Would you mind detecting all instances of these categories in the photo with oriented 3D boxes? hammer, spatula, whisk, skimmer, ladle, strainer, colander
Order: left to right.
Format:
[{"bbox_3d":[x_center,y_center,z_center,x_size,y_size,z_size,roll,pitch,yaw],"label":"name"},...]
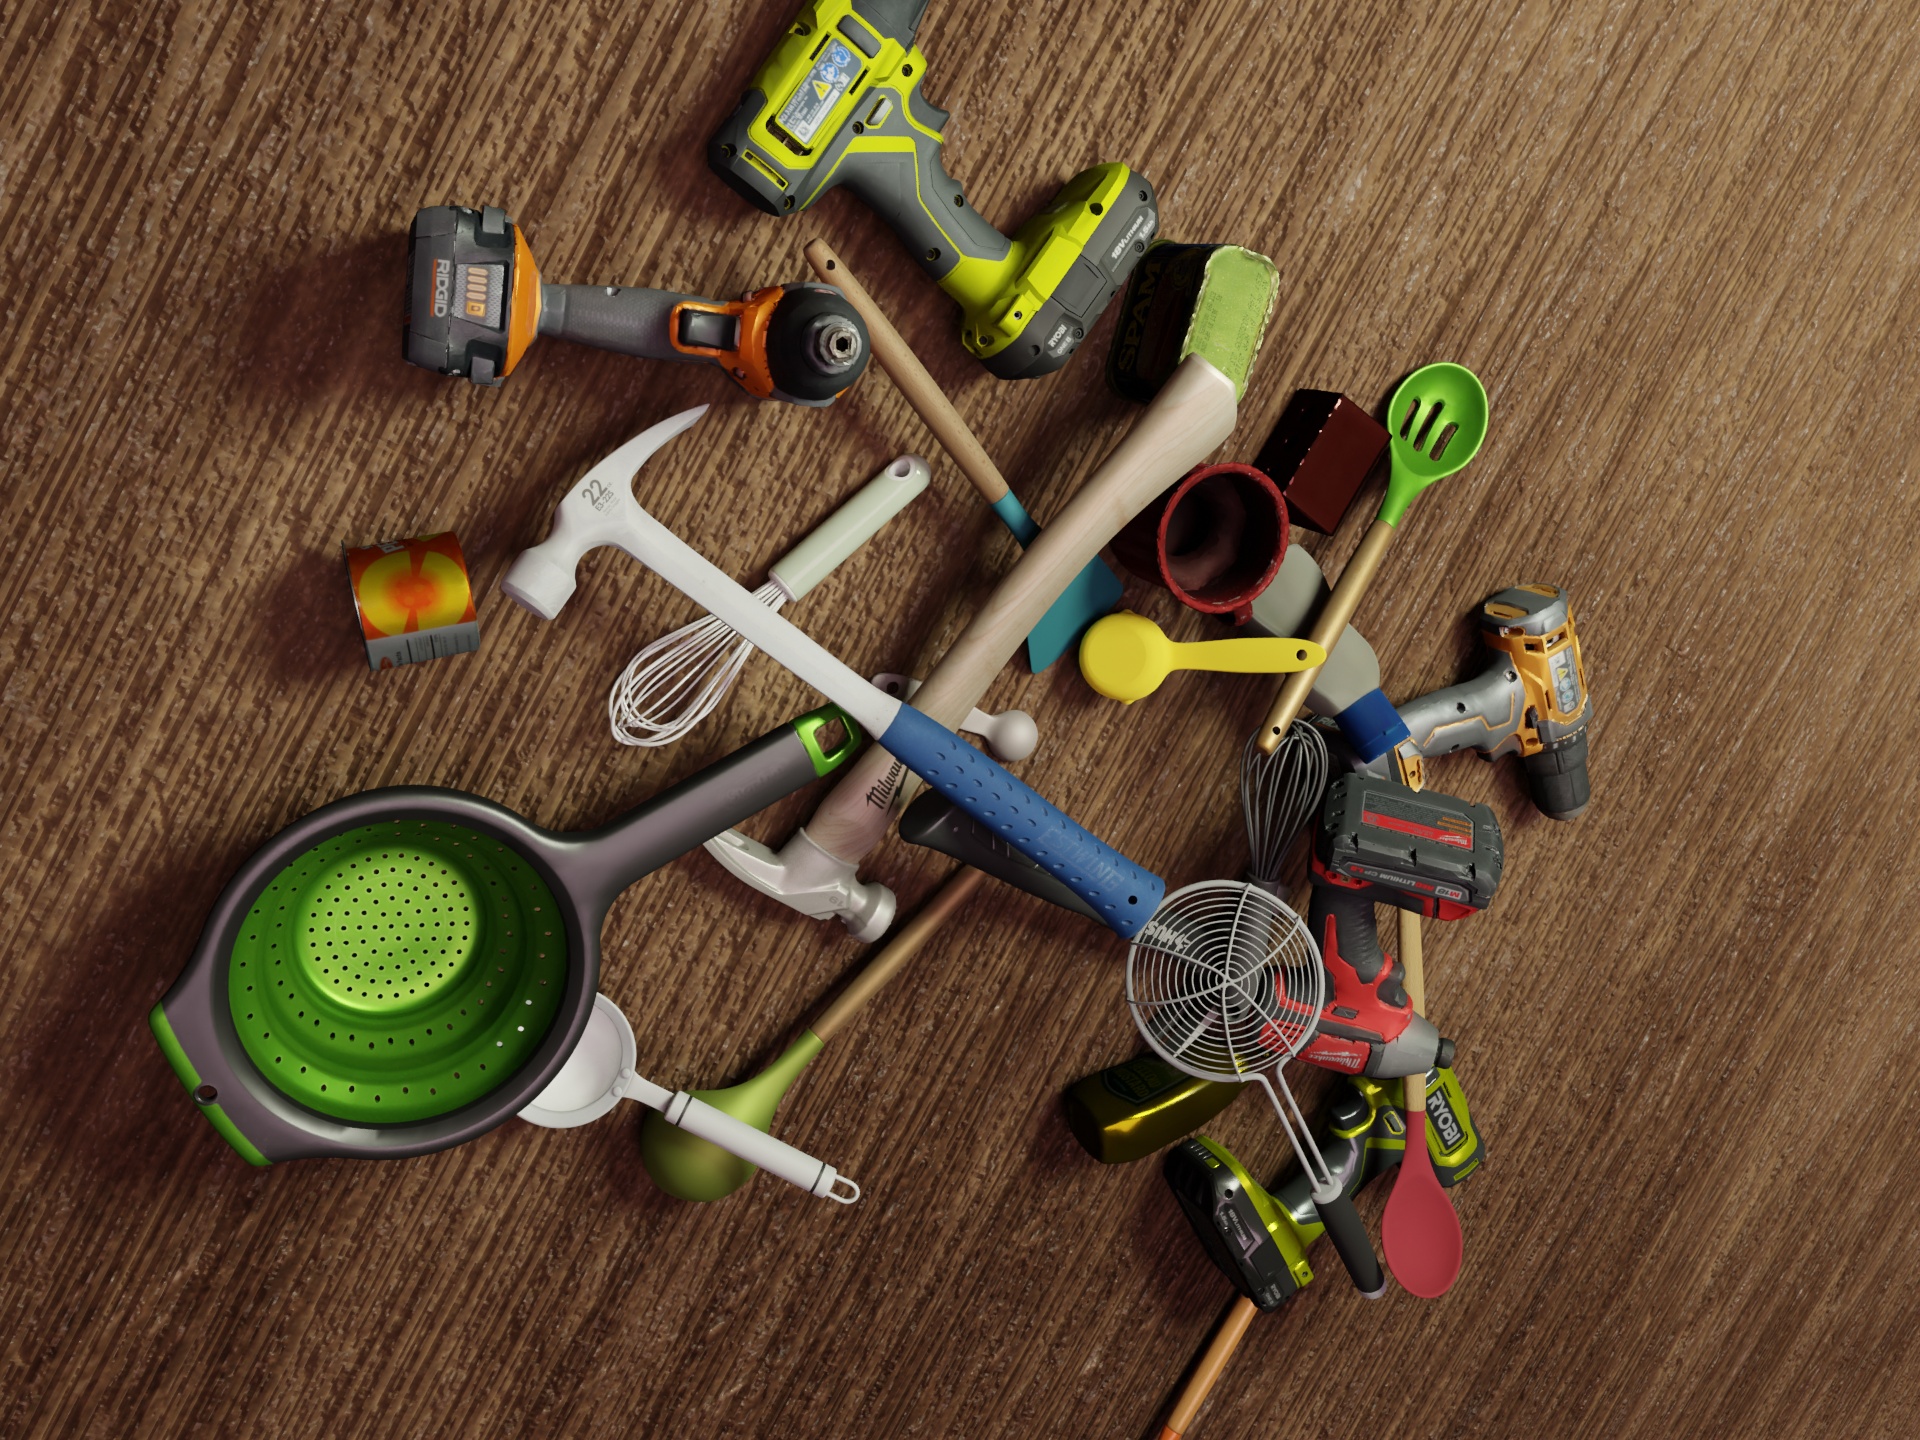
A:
[{"bbox_3d":[-0.240,0.088,0.895,0.397,0.095,0.204,-30,112,-16],"label":"colander"},{"bbox_3d":[-0.177,0.230,0.954,0.258,0.050,0.087,27,90,-2],"label":"strainer"},{"bbox_3d":[-0.110,-0.073,0.932,0.246,0.058,0.059,-43,151,-9],"label":"whisk"},{"bbox_3d":[-0.078,0.181,1.026,0.320,0.062,0.078,-45,107,-13],"label":"ladle"},{"bbox_3d":[-0.045,-0.011,0.891,0.405,0.035,0.144,37,77,-15],"label":"hammer"},{"bbox_3d":[0.002,-0.152,0.937,0.082,0.044,0.317,-43,121,-6],"label":"spatula"},{"bbox_3d":[0.009,-0.050,0.942,0.146,0.038,0.410,33,104,-27],"label":"hammer"},{"bbox_3d":[0.084,0.120,1.035,0.334,0.035,0.146,29,93,-40],"label":"hammer"},{"bbox_3d":[0.173,0.525,1.239,0.081,0.041,0.322,33,87,-28],"label":"spatula"},{"bbox_3d":[0.198,0.104,1.059,0.055,0.055,0.238,-4,118,-22],"label":"whisk"},{"bbox_3d":[0.223,0.266,1.095,0.127,0.090,0.362,-27,122,2],"label":"skimmer"},{"bbox_3d":[0.327,0.256,1.150,0.069,0.031,0.315,-2,90,-22],"label":"ladle"}]

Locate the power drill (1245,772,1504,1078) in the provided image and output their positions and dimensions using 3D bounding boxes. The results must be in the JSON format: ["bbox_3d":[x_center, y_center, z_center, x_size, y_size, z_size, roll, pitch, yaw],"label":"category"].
[{"bbox_3d":[0.283,0.153,1.071,0.143,0.079,0.219,14,126,9],"label":"power drill"}]

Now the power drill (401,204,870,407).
[{"bbox_3d":[-0.159,-0.202,0.804,0.226,0.164,0.084,3,101,-22],"label":"power drill"}]

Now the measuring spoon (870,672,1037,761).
[{"bbox_3d":[-0.002,-0.003,1.009,0.124,0.018,0.034,22,96,-26],"label":"measuring spoon"}]

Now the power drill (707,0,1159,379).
[{"bbox_3d":[-0.005,-0.312,0.886,0.223,0.080,0.171,35,91,-24],"label":"power drill"}]

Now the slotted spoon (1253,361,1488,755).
[{"bbox_3d":[0.262,-0.107,1.035,0.070,0.031,0.314,34,70,-6],"label":"slotted spoon"}]

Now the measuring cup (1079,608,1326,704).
[{"bbox_3d":[0.149,-0.041,1.000,0.029,0.156,0.062,-1,91,-67],"label":"measuring cup"}]

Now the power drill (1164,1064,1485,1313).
[{"bbox_3d":[0.271,0.309,1.186,0.228,0.080,0.190,-34,111,-13],"label":"power drill"}]

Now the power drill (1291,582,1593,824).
[{"bbox_3d":[0.361,0.029,1.141,0.226,0.084,0.185,-29,116,-17],"label":"power drill"}]
